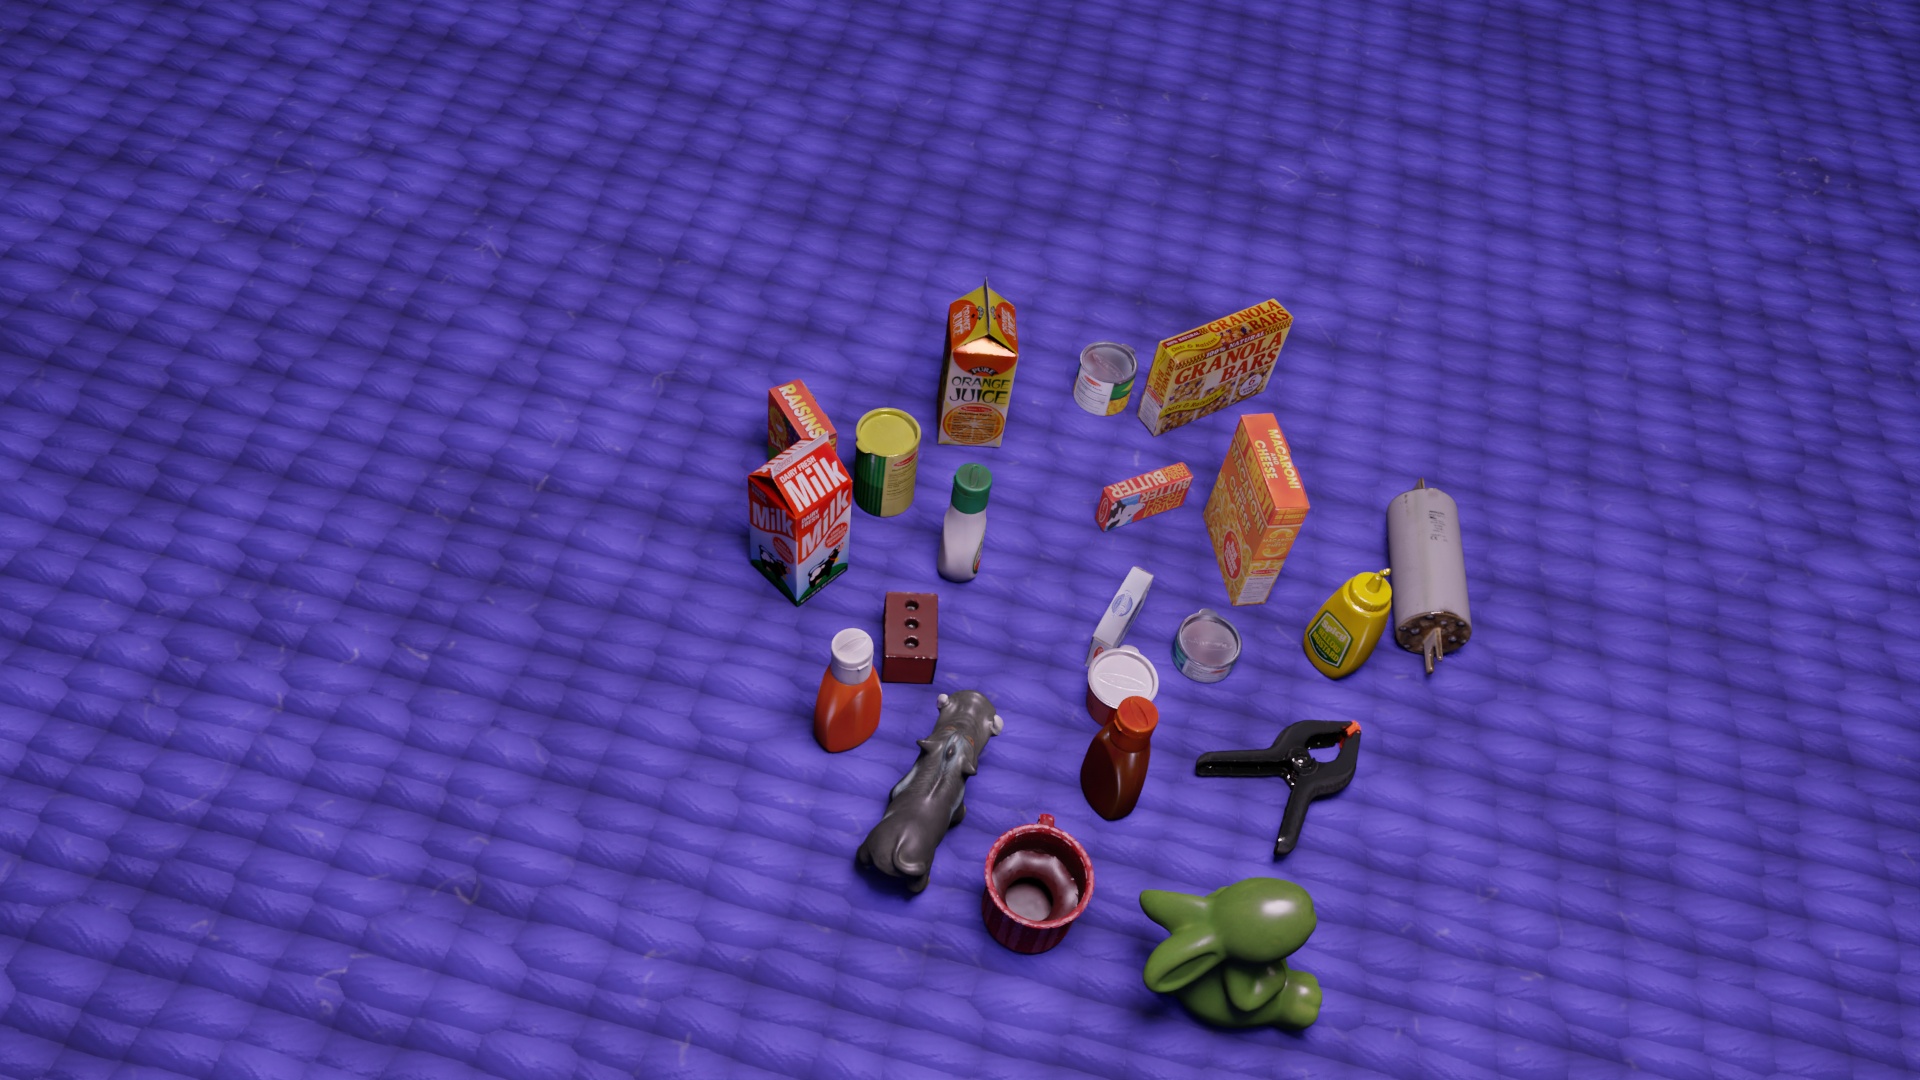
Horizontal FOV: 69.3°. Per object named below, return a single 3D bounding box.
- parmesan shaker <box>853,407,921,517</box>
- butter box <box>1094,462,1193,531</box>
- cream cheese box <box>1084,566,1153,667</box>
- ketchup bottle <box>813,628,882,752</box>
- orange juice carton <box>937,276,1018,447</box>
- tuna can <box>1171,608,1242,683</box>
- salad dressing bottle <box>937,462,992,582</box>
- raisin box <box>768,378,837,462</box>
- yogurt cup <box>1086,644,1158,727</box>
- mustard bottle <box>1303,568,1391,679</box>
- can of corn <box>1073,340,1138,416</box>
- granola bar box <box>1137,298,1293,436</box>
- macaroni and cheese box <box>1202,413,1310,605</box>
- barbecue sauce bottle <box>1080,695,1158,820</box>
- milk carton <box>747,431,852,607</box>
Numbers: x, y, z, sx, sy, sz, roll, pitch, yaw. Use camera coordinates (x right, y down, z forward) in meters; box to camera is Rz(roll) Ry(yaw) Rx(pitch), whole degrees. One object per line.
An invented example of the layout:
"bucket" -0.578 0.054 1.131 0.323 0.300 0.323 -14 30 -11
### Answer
"parmesan shaker" -0.081 -0.079 1.453 0.071 0.102 0.071 4 53 -5
"butter box" 0.198 -0.047 1.497 0.104 0.052 0.024 -18 57 -20
"cream cheese box" 0.159 0.080 1.395 0.024 0.053 0.104 26 54 12
"ketchup bottle" -0.100 0.135 1.258 0.065 0.148 0.043 -28 61 -25
"orange juice carton" 0.019 -0.189 1.494 0.073 0.191 0.072 3 53 -6
"tuna can" 0.247 0.106 1.399 0.071 0.032 0.071 4 52 -5
"salad dressing bottle" 0.005 -0.017 1.389 0.044 0.146 0.064 9 52 0
"raisin box" -0.164 -0.094 1.441 0.040 0.122 0.086 -22 59 -22
"yogurt cup" 0.153 0.146 1.343 0.072 0.053 0.073 4 53 -5
"mustard bottle" 0.386 0.074 1.363 0.049 0.159 0.065 -26 61 -25
"can of corn" 0.168 -0.187 1.597 0.071 0.058 0.071 4 53 -5
"granola bar box" 0.287 -0.197 1.579 0.166 0.123 0.039 -23 59 -23
"macaroni and cheese box" 0.301 -0.031 1.427 0.040 0.165 0.124 -4 54 -10
"barbecue sauce bottle" 0.144 0.192 1.247 0.044 0.147 0.065 -16 57 -19
"milk carton" -0.156 -0.028 1.349 0.073 0.189 0.072 40 58 21
